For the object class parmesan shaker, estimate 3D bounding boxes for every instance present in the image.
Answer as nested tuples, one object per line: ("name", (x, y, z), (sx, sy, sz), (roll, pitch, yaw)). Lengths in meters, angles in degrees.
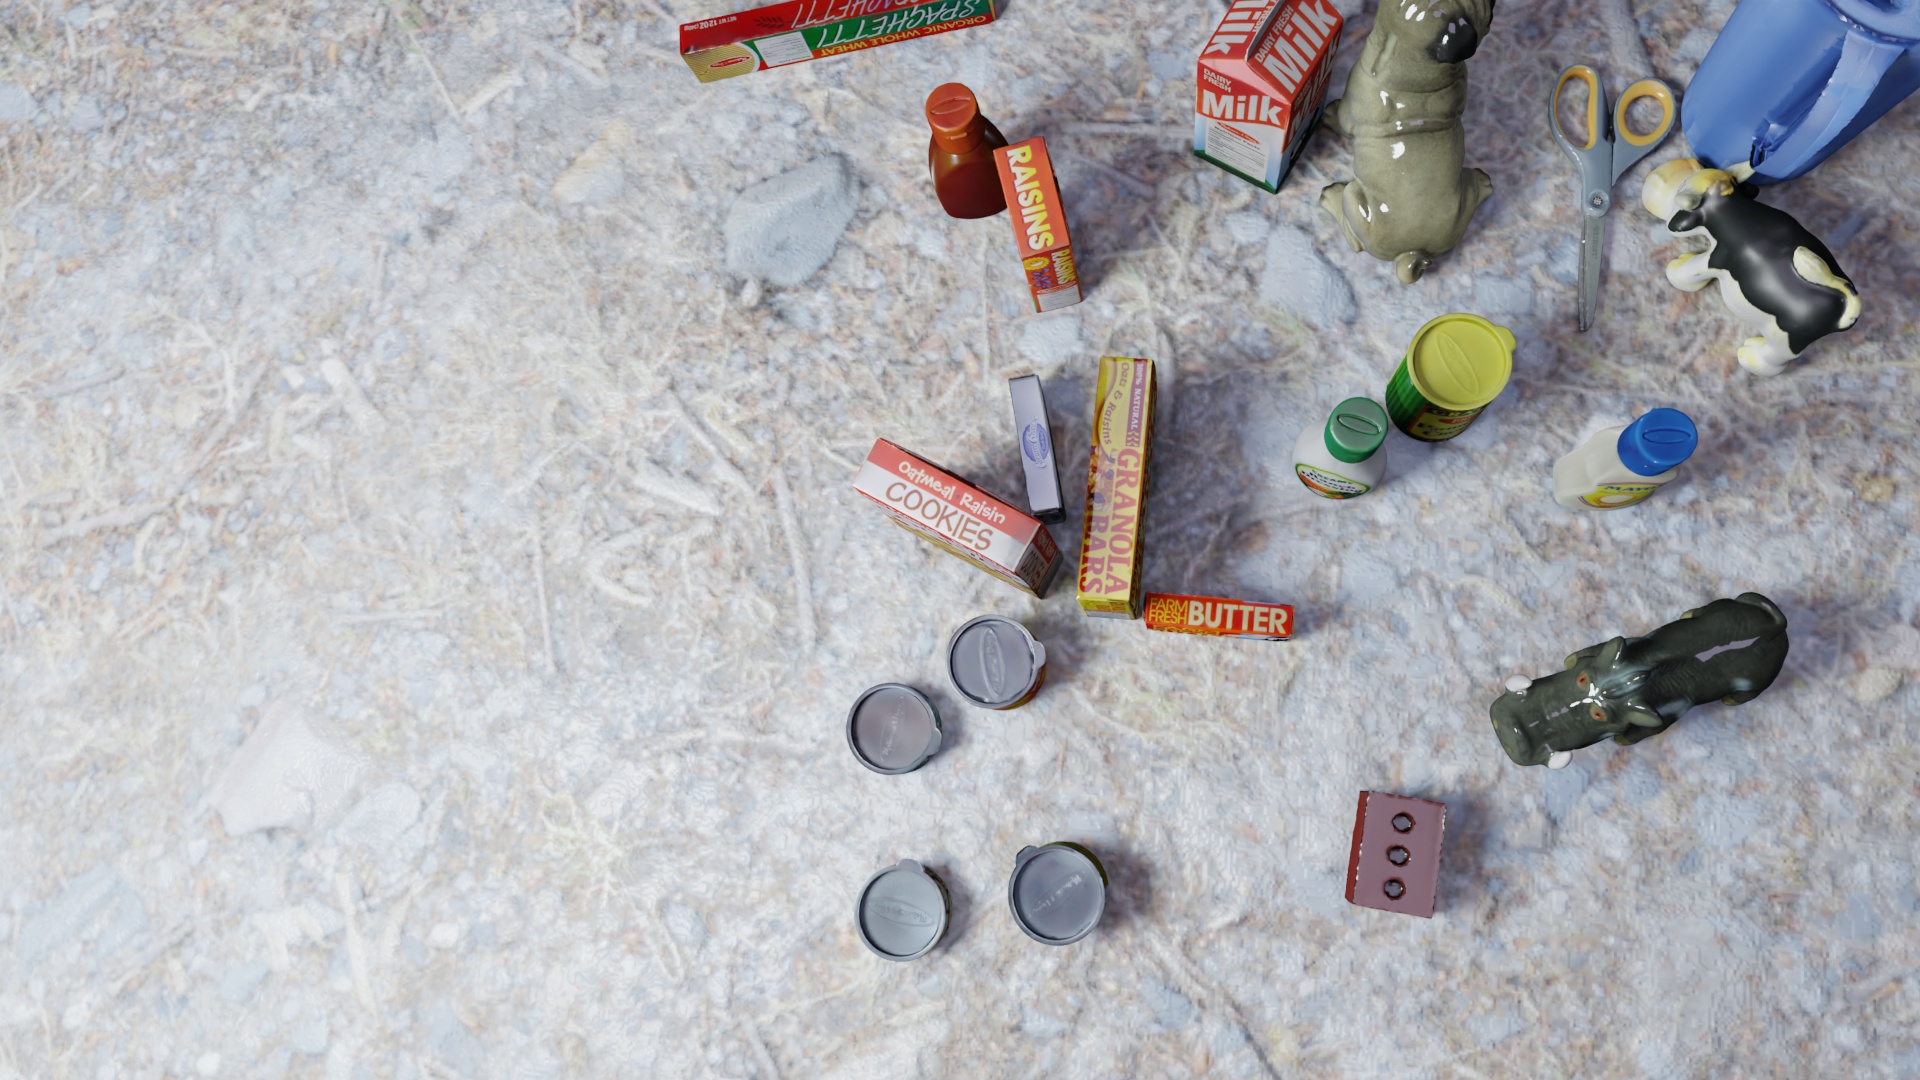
("parmesan shaker", (0.337, -0.111, 0.957), (0.071, 0.103, 0.071), (-1, 81, 9))

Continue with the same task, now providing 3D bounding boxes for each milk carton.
("milk carton", (0.212, -0.322, 0.968), (0.073, 0.190, 0.072), (31, 87, 12))

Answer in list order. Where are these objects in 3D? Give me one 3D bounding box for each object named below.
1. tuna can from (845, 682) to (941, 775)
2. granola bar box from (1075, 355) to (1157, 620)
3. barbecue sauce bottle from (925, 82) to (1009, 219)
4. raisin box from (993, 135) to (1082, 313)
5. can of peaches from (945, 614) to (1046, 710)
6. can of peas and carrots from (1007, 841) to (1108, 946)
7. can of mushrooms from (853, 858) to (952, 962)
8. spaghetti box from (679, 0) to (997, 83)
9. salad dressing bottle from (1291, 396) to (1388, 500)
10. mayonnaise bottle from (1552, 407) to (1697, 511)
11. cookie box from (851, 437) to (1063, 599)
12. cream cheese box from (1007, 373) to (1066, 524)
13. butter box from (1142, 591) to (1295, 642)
("tuna can", (-0.045, 0.138, 1.010), (0.071, 0.033, 0.071), (-1, 80, 9))
("granola bar box", (0.111, -0.032, 0.968), (0.039, 0.124, 0.165), (5, 81, 10))
("barbecue sauce bottle", (0.005, -0.283, 1.015), (0.065, 0.148, 0.044), (-14, 79, 7))
("raisin box", (0.058, -0.226, 1.010), (0.040, 0.123, 0.086), (-14, 79, 7))
("can of peaches", (0.029, 0.088, 0.994), (0.071, 0.058, 0.071), (-1, 80, 9))
("can of peas and carrots", (0.067, 0.241, 0.961), (0.071, 0.058, 0.071), (-1, 80, 9))
("can of mushrooms", (-0.040, 0.261, 0.987), (0.071, 0.033, 0.071), (-1, 80, 9))
("spaghetti box", (-0.096, -0.410, 1.102), (0.250, 0.050, 0.029), (-9, 80, 7))
("salad dressing bottle", (0.260, -0.062, 0.938), (0.064, 0.147, 0.044), (21, 85, 12))
("mayonnaise bottle", (0.437, -0.051, 0.909), (0.065, 0.148, 0.041), (1, 81, 9))
("cookie box", (0.003, -0.012, 0.959), (0.123, 0.167, 0.040), (28, 86, 12))
("cream cheese box", (0.057, -0.065, 1.018), (0.024, 0.053, 0.104), (-11, 79, 7))
("butter box", (0.181, 0.054, 0.979), (0.103, 0.053, 0.024), (5, 82, 10))
